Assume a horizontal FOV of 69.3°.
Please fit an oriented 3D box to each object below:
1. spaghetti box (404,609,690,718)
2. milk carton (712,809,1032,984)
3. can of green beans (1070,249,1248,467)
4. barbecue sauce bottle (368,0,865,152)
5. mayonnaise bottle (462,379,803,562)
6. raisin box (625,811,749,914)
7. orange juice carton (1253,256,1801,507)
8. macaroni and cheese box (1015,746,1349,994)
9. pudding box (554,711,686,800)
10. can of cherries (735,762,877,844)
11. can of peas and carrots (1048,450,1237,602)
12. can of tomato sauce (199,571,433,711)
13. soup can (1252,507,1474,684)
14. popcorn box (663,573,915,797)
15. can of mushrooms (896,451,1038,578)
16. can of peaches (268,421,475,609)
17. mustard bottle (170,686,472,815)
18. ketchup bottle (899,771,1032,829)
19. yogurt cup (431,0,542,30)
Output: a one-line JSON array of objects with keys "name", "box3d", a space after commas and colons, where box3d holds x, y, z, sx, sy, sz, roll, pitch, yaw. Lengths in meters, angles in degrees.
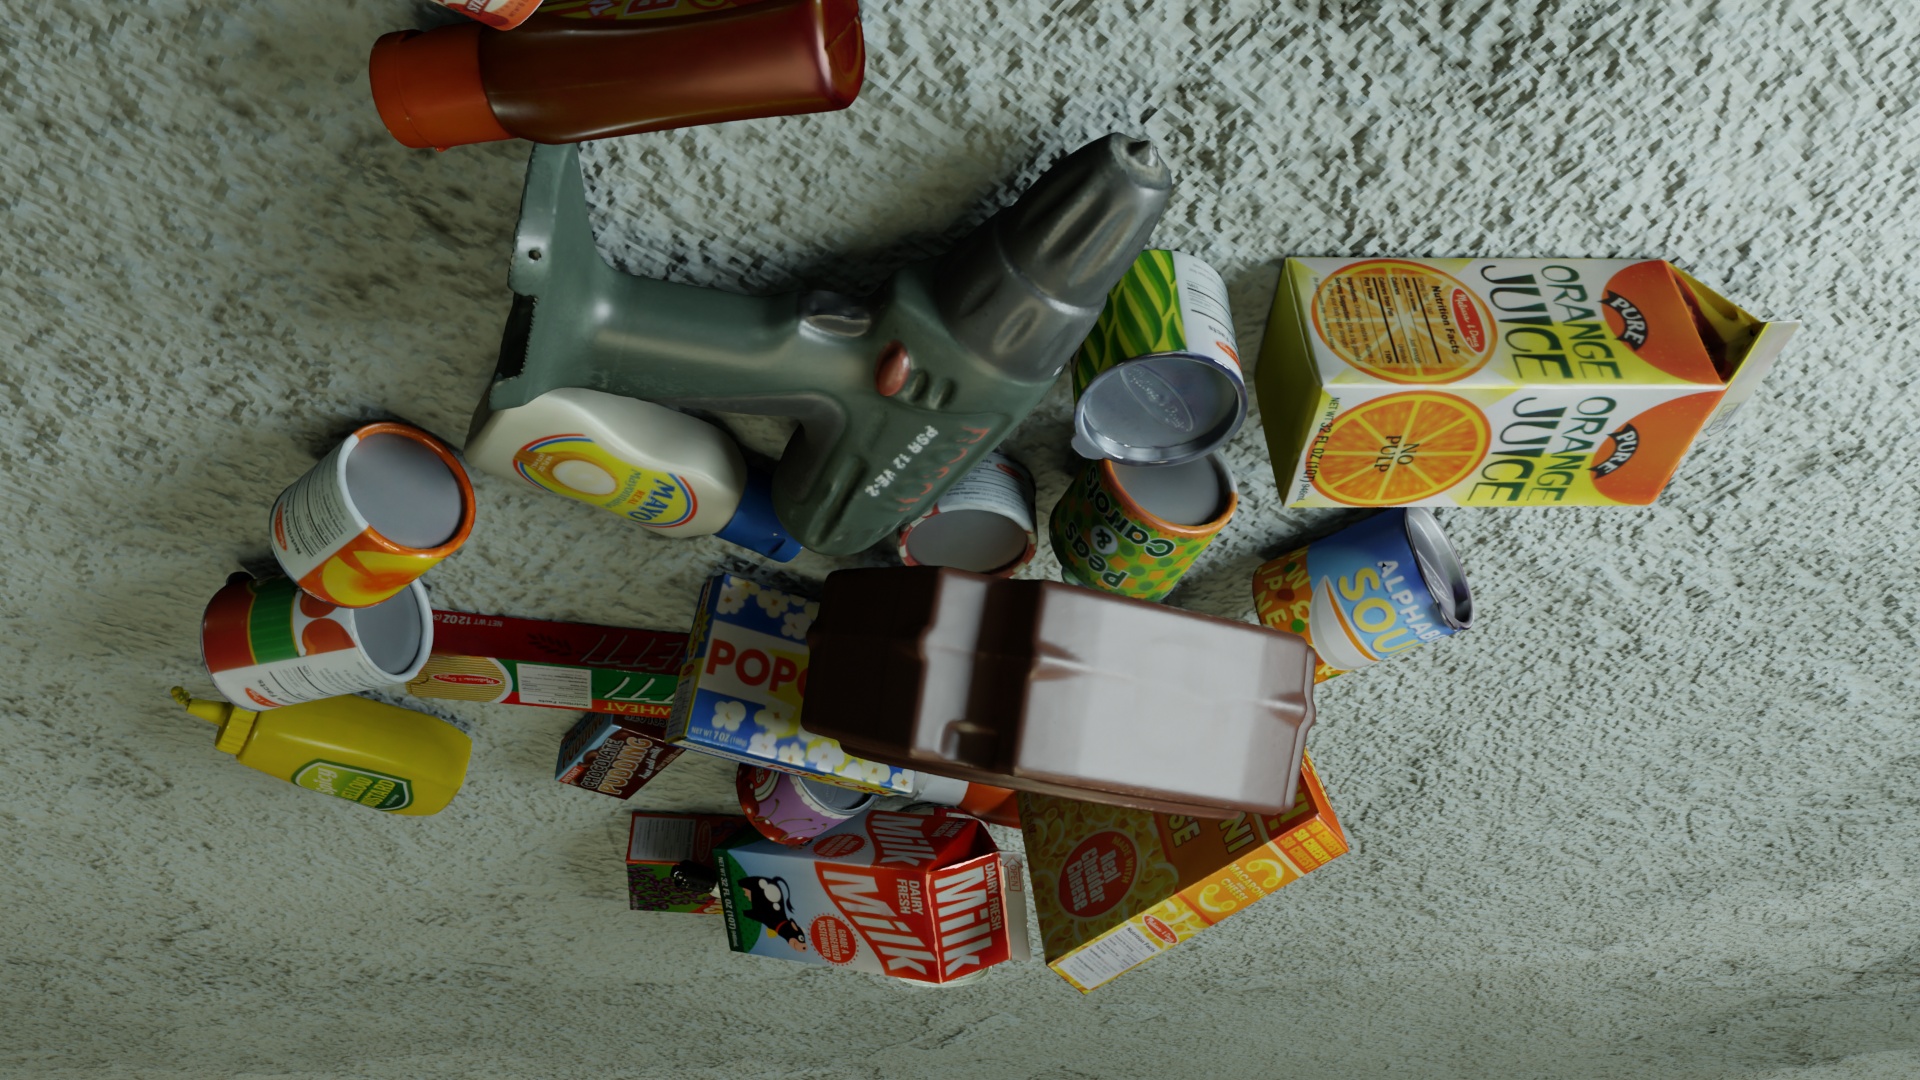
[{"name": "spaghetti box", "box3d": [-0.171, 0.074, 0.758, 0.250, 0.029, 0.050, 6, 143, -10]}, {"name": "milk carton", "box3d": [-0.047, 0.210, 0.836, 0.190, 0.074, 0.072, 0, 105, 27]}, {"name": "can of green beans", "box3d": [0.076, -0.071, 0.545, 0.071, 0.058, 0.071, -1, 143, 0]}, {"name": "barbecue sauce bottle", "box3d": [-0.107, -0.149, 0.434, 0.148, 0.065, 0.043, -4, 119, 9]}, {"name": "mayonnaise bottle", "box3d": [-0.134, -0.032, 0.607, 0.148, 0.041, 0.064, 24, 137, -28]}, {"name": "raisin box", "box3d": [-0.163, 0.223, 0.950, 0.123, 0.040, 0.085, 4, 142, -8]}, {"name": "orange juice carton", "box3d": [0.222, -0.062, 0.548, 0.193, 0.073, 0.071, 0, 143, -2]}, {"name": "macaroni and cheese box", "box3d": [0.115, 0.153, 0.761, 0.166, 0.124, 0.040, -34, 123, 17]}, {"name": "pudding box", "box3d": [-0.199, 0.119, 0.818, 0.049, 0.030, 0.083, 24, 136, -28]}, {"name": "can of cherries", "box3d": [-0.091, 0.137, 0.816, 0.071, 0.072, 0.058, 27, 136, -32]}, {"name": "can of peas and carrots", "box3d": [0.079, -0.013, 0.614, 0.071, 0.071, 0.058, 12, 141, -17]}, {"name": "can of tomato sauce", "box3d": [-0.316, 0.043, 0.686, 0.083, 0.071, 0.071, -11, 142, 13]}, {"name": "soup can", "box3d": [0.193, 0.028, 0.670, 0.083, 0.072, 0.071, -27, 136, 31]}, {"name": "popcorn box", "box3d": [-0.079, 0.076, 0.712, 0.127, 0.085, 0.038, 19, 158, -24]}, {"name": "can of mushrooms", "box3d": [0.002, -0.008, 0.649, 0.071, 0.033, 0.070, -1, 143, -1]}, {"name": "can of peaches", "box3d": [-0.257, -0.011, 0.614, 0.058, 0.071, 0.071, -29, 135, 32]}, {"name": "mustard bottle", "box3d": [-0.366, 0.114, 0.791, 0.160, 0.049, 0.065, 23, 135, -29]}, {"name": "ketchup bottle", "box3d": [0.034, 0.151, 0.855, 0.149, 0.044, 0.064, 13, 139, -18]}, {"name": "yogurt cup", "box3d": [-0.141, -0.181, 0.390, 0.054, 0.073, 0.072, 23, 138, -40]}]
